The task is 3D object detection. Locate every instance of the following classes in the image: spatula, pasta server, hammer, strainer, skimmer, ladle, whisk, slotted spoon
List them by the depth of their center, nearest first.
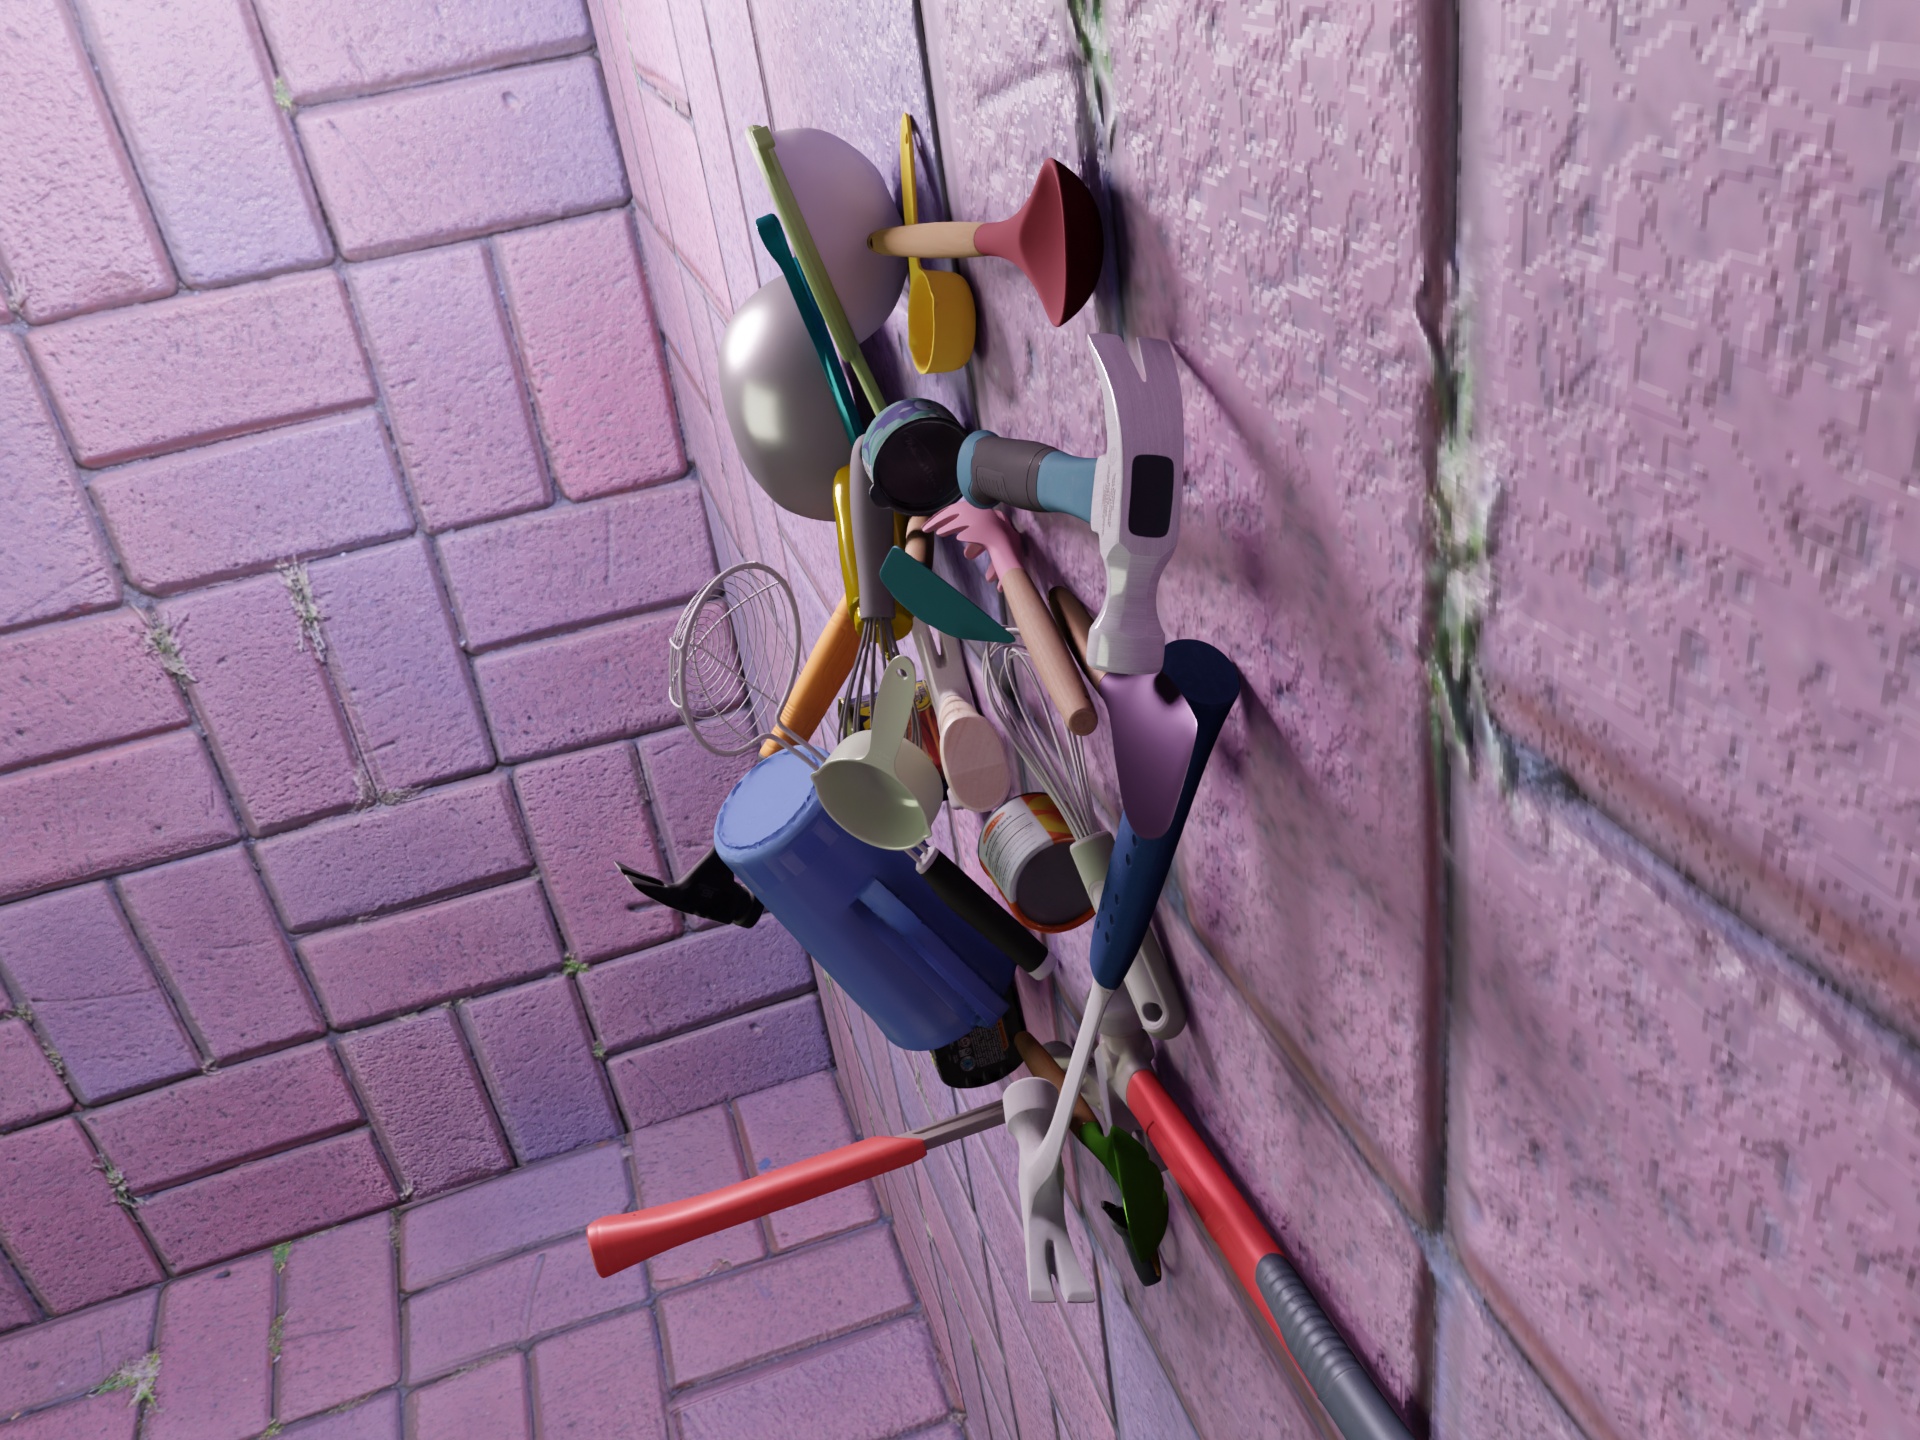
[{"bbox_3d":[0.064,-0.019,0.710,0.316,0.018,0.059,-104,28,-72],"label":"spatula"},{"bbox_3d":[0.041,-0.111,0.745,0.331,0.033,0.128,-132,47,-74],"label":"hammer"},{"bbox_3d":[0.072,0.133,0.780,0.144,0.035,0.405,-96,12,-47],"label":"hammer"},{"bbox_3d":[0.003,-0.235,0.781,0.316,0.031,0.069,-141,46,-64],"label":"ladle"},{"bbox_3d":[0.152,0.285,0.793,0.387,0.038,0.143,-128,23,-62],"label":"hammer"},{"bbox_3d":[0.027,-0.056,0.810,0.060,0.040,0.316,37,-166,-21],"label":"pasta server"},{"bbox_3d":[0.068,0.059,0.878,0.058,0.059,0.246,-29,77,34],"label":"whisk"},{"bbox_3d":[0.072,0.239,0.963,0.314,0.031,0.070,-150,45,-78],"label":"slotted spoon"},{"bbox_3d":[-0.002,-0.003,0.969,0.410,0.038,0.146,-128,23,-88],"label":"hammer"},{"bbox_3d":[-0.017,-0.104,0.983,0.082,0.044,0.318,37,-165,-13],"label":"spatula"},{"bbox_3d":[-0.050,-0.257,0.989,0.151,0.069,0.256,-106,-9,-74],"label":"strainer"},{"bbox_3d":[-0.056,-0.067,1.026,0.055,0.055,0.239,157,111,-79],"label":"whisk"},{"bbox_3d":[-0.051,0.048,1.067,0.363,0.127,0.090,43,144,-13],"label":"skimmer"},{"bbox_3d":[-0.071,0.302,1.069,0.149,0.359,0.036,-155,48,-79],"label":"hammer"},{"bbox_3d":[-0.134,-0.249,1.142,0.340,0.095,0.211,68,-178,-74],"label":"strainer"},{"bbox_3d":[-0.129,-0.001,1.196,0.034,0.127,0.337,37,99,47],"label":"hammer"}]

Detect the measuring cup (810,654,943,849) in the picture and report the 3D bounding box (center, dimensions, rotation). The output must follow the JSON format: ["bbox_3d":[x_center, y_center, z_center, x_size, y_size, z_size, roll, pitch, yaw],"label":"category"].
[{"bbox_3d":[-0.039,0.010,0.934,0.038,0.083,0.167,-57,-12,-41],"label":"measuring cup"}]

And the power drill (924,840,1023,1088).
[{"bbox_3d":[-0.017,0.208,1.411,0.229,0.080,0.190,-136,31,-74],"label":"power drill"}]

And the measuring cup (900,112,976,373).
[{"bbox_3d":[-0.014,-0.272,0.902,0.062,0.029,0.156,142,124,-72],"label":"measuring cup"}]
